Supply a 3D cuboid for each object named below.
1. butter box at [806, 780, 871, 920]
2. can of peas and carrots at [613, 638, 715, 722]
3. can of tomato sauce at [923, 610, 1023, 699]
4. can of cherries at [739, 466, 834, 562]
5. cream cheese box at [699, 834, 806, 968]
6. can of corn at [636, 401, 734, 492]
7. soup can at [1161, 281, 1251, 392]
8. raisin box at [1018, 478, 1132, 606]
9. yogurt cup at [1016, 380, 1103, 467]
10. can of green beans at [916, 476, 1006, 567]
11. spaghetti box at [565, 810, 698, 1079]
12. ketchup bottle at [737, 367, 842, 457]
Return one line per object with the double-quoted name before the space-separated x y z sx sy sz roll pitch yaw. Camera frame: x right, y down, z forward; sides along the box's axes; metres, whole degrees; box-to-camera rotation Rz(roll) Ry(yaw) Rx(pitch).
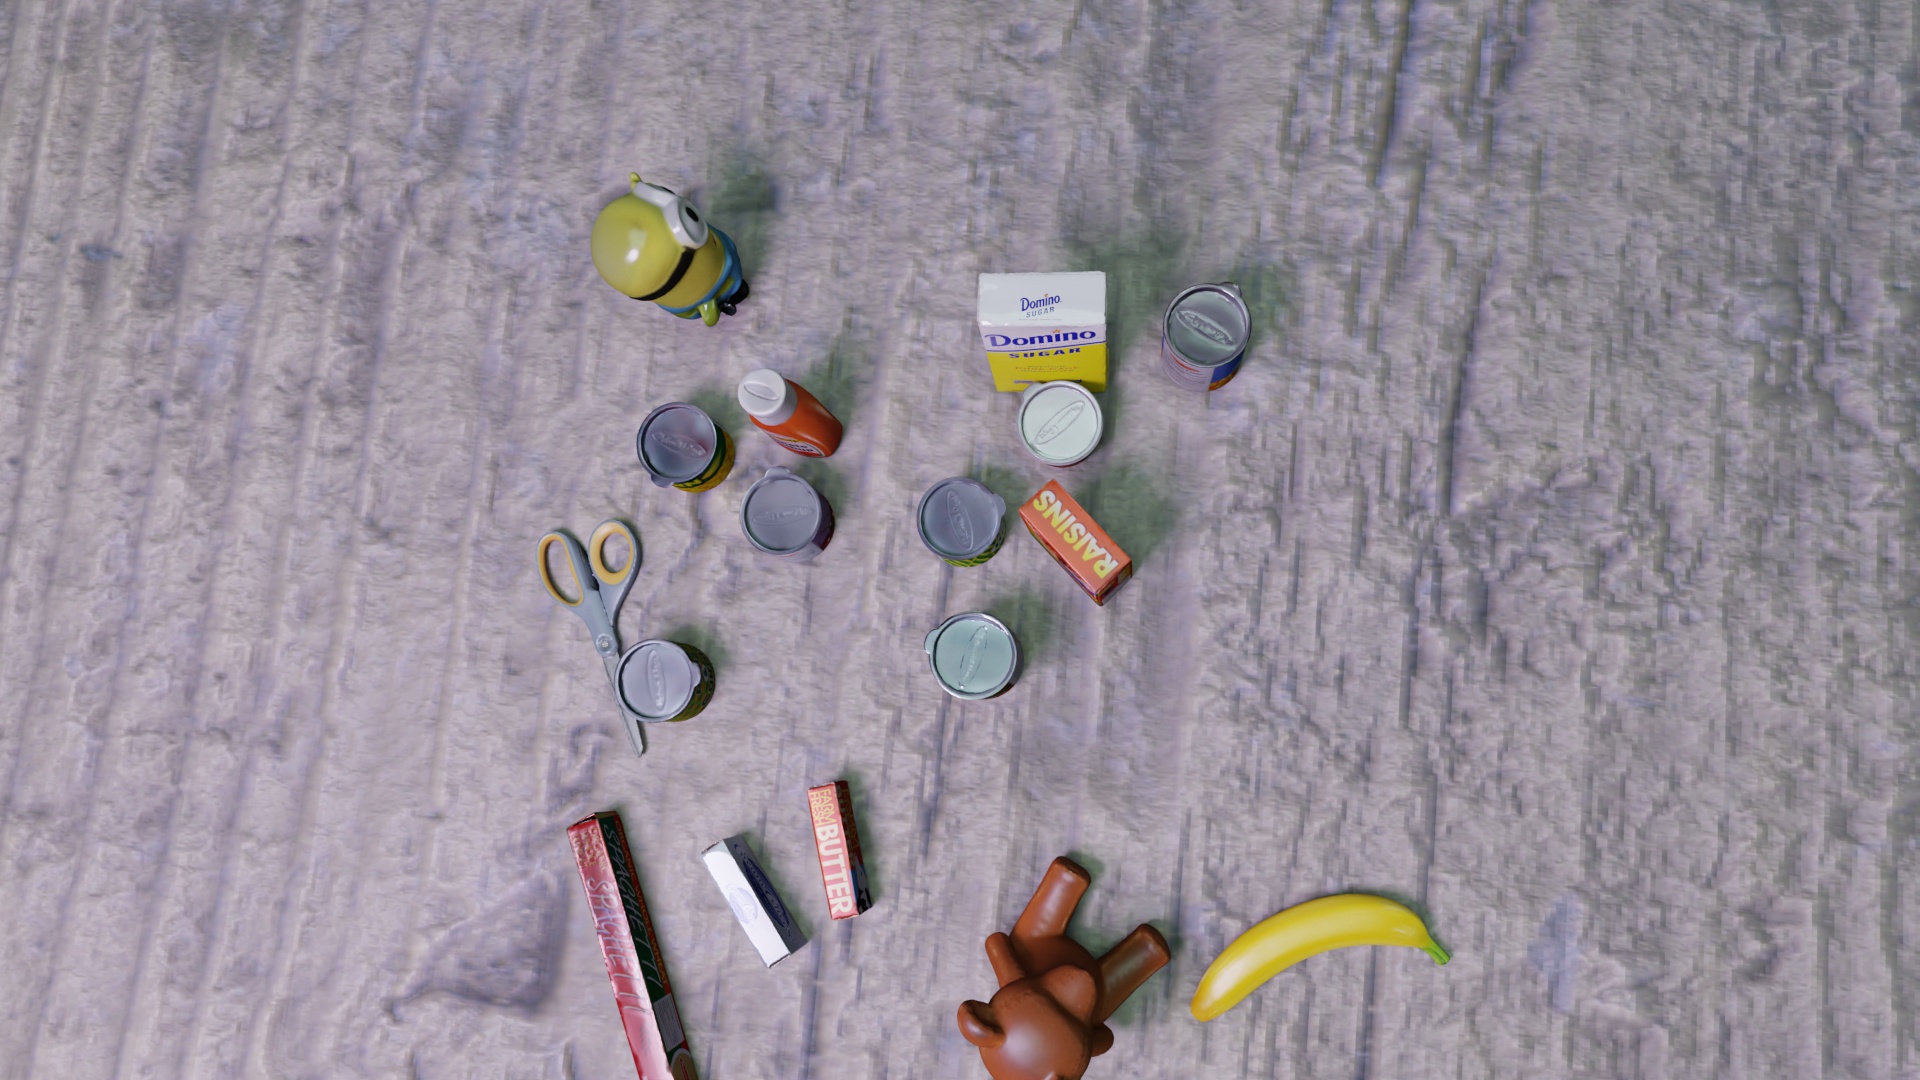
"butter box" -0.094 0.240 1.082 0.024 0.053 0.103 -13 81 5
"can of peas and carrots" -0.234 0.112 1.113 0.071 0.058 0.071 -1 82 7
"can of tomato sauce" 0.012 0.090 1.076 0.071 0.083 0.071 -1 82 7
"can of cherries" -0.138 -0.020 1.121 0.071 0.058 0.071 -1 82 7
"cream cheese box" -0.162 0.280 1.084 0.024 0.053 0.104 -34 80 1
"can of corn" -0.225 -0.073 1.139 0.071 0.058 0.071 -1 82 7
"soup can" 0.193 -0.159 1.089 0.071 0.083 0.071 -1 82 7
"raisin box" 0.089 0.004 1.058 0.040 0.123 0.086 -42 80 0
"yogurt cup" 0.080 -0.089 1.108 0.072 0.054 0.072 -1 82 7
"can of green beans" 0.002 -0.014 1.104 0.071 0.058 0.071 -1 82 7
"spaghetti box" -0.254 0.336 1.089 0.029 0.050 0.250 -20 80 4
"ketchup bottle" -0.137 -0.101 1.086 0.065 0.148 0.043 19 85 9
